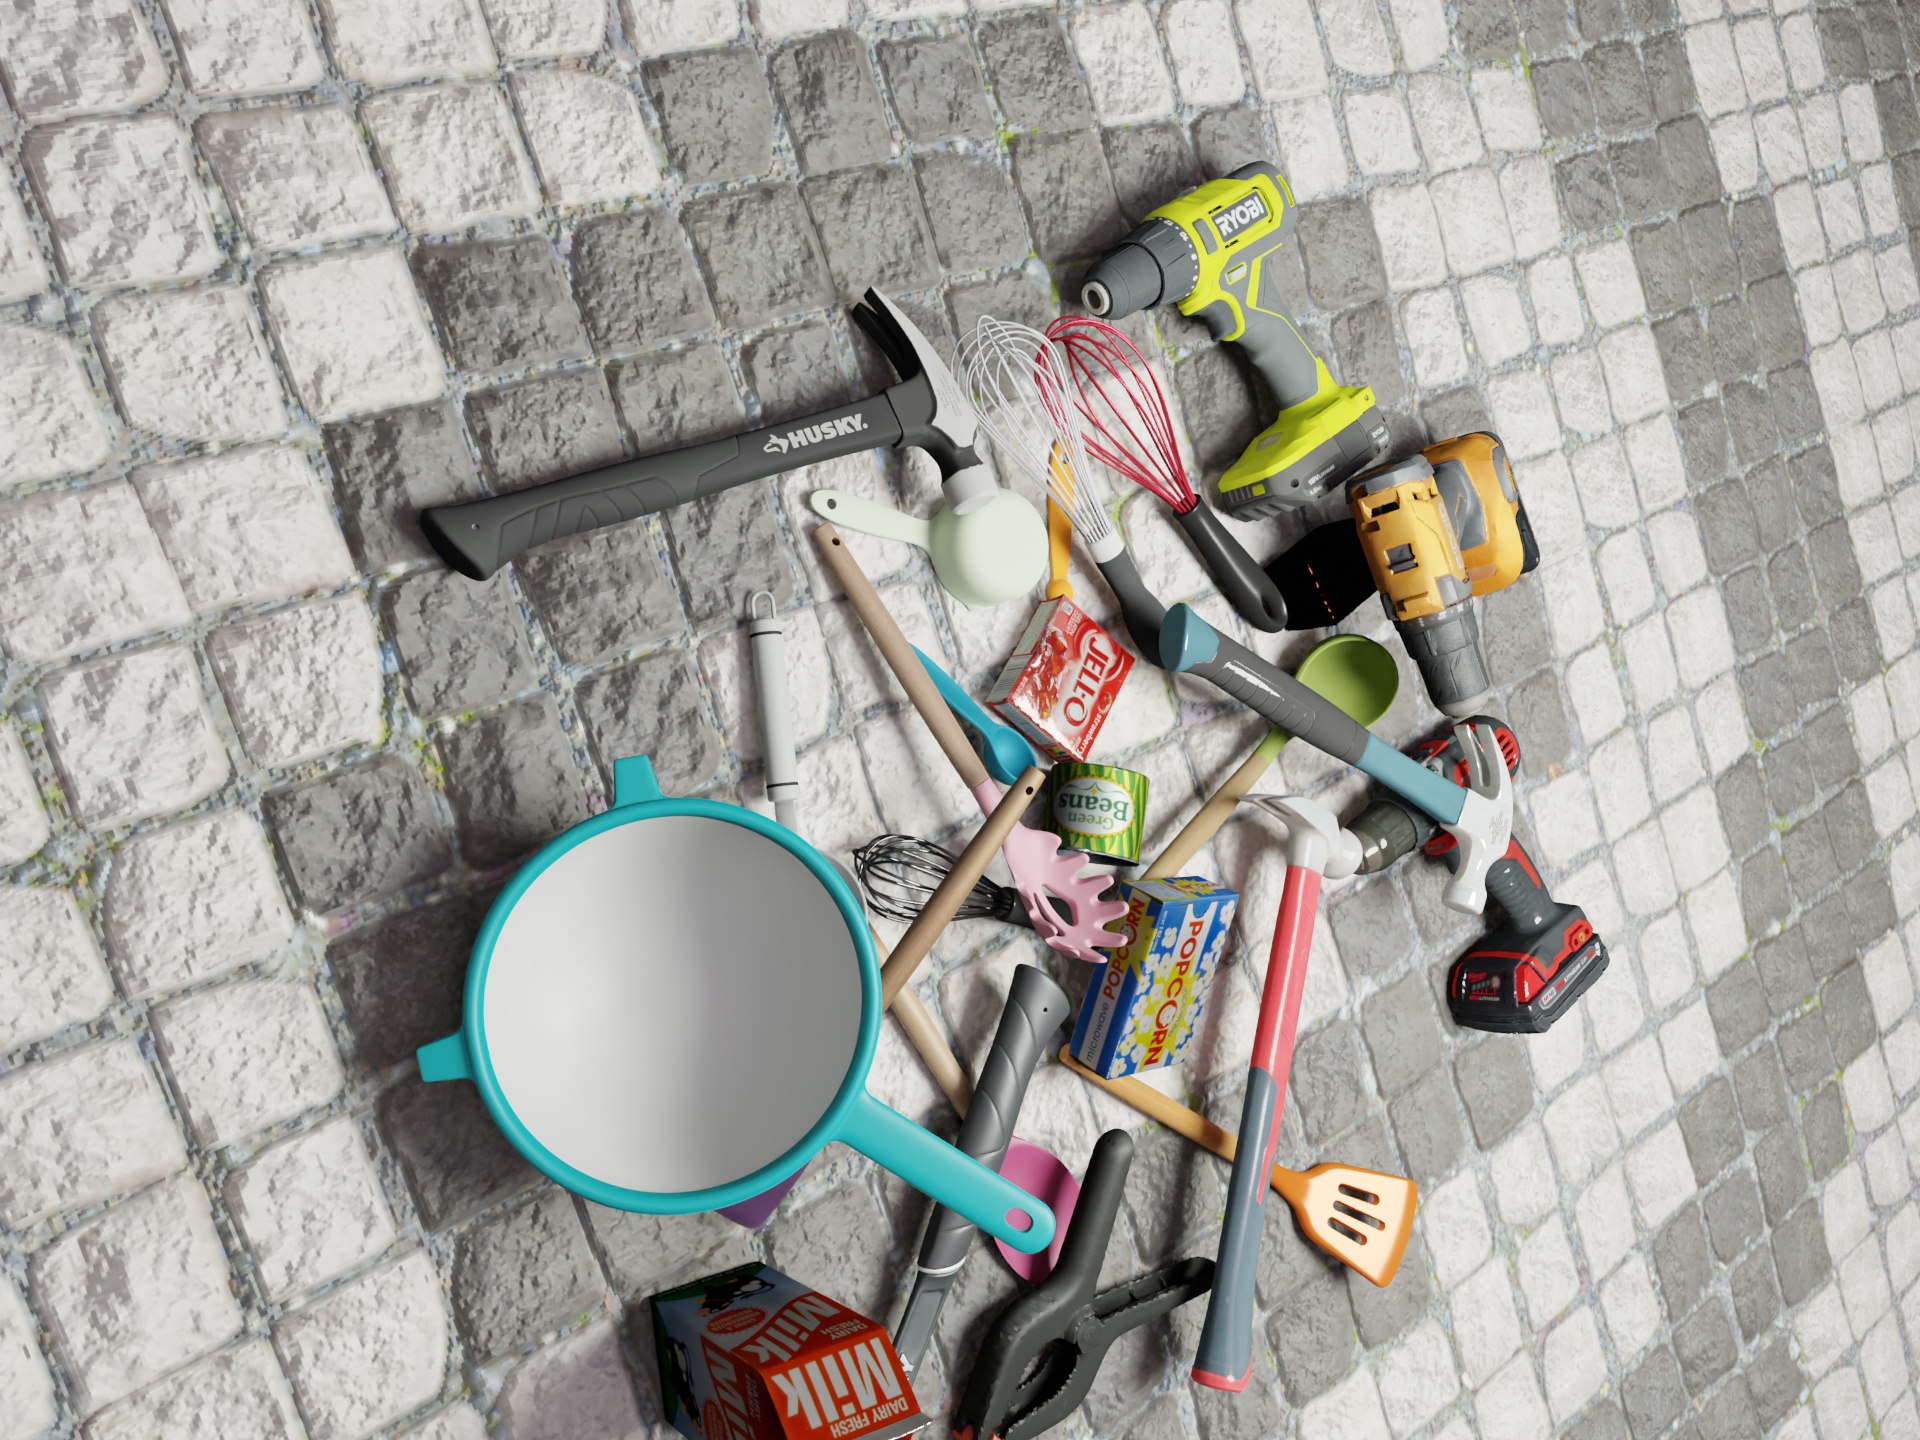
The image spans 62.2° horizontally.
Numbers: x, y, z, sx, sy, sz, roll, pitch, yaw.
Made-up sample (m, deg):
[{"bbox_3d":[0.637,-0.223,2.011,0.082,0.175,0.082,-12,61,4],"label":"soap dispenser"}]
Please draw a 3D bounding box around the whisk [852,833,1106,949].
[{"bbox_3d":[0.031,0.117,1.010,0.238,0.055,0.055,19,77,-34],"label":"whisk"}]

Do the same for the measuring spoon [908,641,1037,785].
[{"bbox_3d":[-0.002,-0.003,1.016,0.128,0.021,0.042,44,34,-13],"label":"measuring spoon"}]

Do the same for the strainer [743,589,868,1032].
[{"bbox_3d":[-0.101,0.050,0.933,0.087,0.050,0.258,-8,84,11],"label":"strainer"}]

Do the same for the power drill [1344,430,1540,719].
[{"bbox_3d":[0.361,-0.114,1.168,0.226,0.084,0.185,-31,101,-56],"label":"power drill"}]

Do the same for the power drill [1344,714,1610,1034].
[{"bbox_3d":[0.389,0.129,1.222,0.188,0.080,0.226,-32,101,-30],"label":"power drill"}]

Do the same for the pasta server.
[{"bbox_3d":[0.001,0.013,0.975,0.060,0.040,0.316,-35,95,-38],"label":"pasta server"}]

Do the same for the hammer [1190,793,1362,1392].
[{"bbox_3d":[0.198,0.242,1.060,0.143,0.038,0.386,29,69,-50],"label":"hammer"}]

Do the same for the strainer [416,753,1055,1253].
[{"bbox_3d":[-0.099,0.183,0.859,0.340,0.095,0.211,34,80,-7],"label":"strainer"}]

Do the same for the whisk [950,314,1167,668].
[{"bbox_3d":[0.080,-0.142,1.041,0.070,0.070,0.284,-50,123,-25],"label":"whisk"}]

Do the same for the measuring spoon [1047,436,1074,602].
[{"bbox_3d":[0.070,-0.134,1.072,0.021,0.011,0.117,5,84,-32],"label":"measuring spoon"}]

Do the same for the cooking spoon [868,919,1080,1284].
[{"bbox_3d":[-0.004,0.226,0.995,0.069,0.017,0.318,-37,107,-26],"label":"cooking spoon"}]

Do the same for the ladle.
[{"bbox_3d":[0.203,0.045,1.104,0.320,0.062,0.078,-43,117,-32],"label":"ladle"}]

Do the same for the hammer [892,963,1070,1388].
[{"bbox_3d":[-0.024,0.342,0.952,0.149,0.036,0.409,28,75,-27],"label":"hammer"}]

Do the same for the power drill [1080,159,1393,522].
[{"bbox_3d":[0.195,-0.261,1.124,0.190,0.080,0.228,-36,103,-29],"label":"power drill"}]

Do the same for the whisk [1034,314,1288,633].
[{"bbox_3d":[0.145,-0.161,1.099,0.295,0.073,0.073,46,64,-29],"label":"whisk"}]

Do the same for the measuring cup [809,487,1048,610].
[{"bbox_3d":[-0.015,-0.121,1.000,0.167,0.038,0.083,12,80,-34],"label":"measuring cup"}]

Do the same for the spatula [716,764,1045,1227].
[{"bbox_3d":[-0.047,0.156,0.931,0.059,0.018,0.316,39,83,-24],"label":"spatula"}]

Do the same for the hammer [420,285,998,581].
[{"bbox_3d":[-0.142,-0.151,0.914,0.334,0.035,0.146,-21,85,-28],"label":"hammer"}]

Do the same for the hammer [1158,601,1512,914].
[{"bbox_3d":[0.266,0.014,1.105,0.330,0.033,0.128,29,74,-25],"label":"hammer"}]

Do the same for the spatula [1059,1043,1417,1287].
[{"bbox_3d":[0.194,0.297,1.104,0.322,0.041,0.081,34,69,-25],"label":"spatula"}]
